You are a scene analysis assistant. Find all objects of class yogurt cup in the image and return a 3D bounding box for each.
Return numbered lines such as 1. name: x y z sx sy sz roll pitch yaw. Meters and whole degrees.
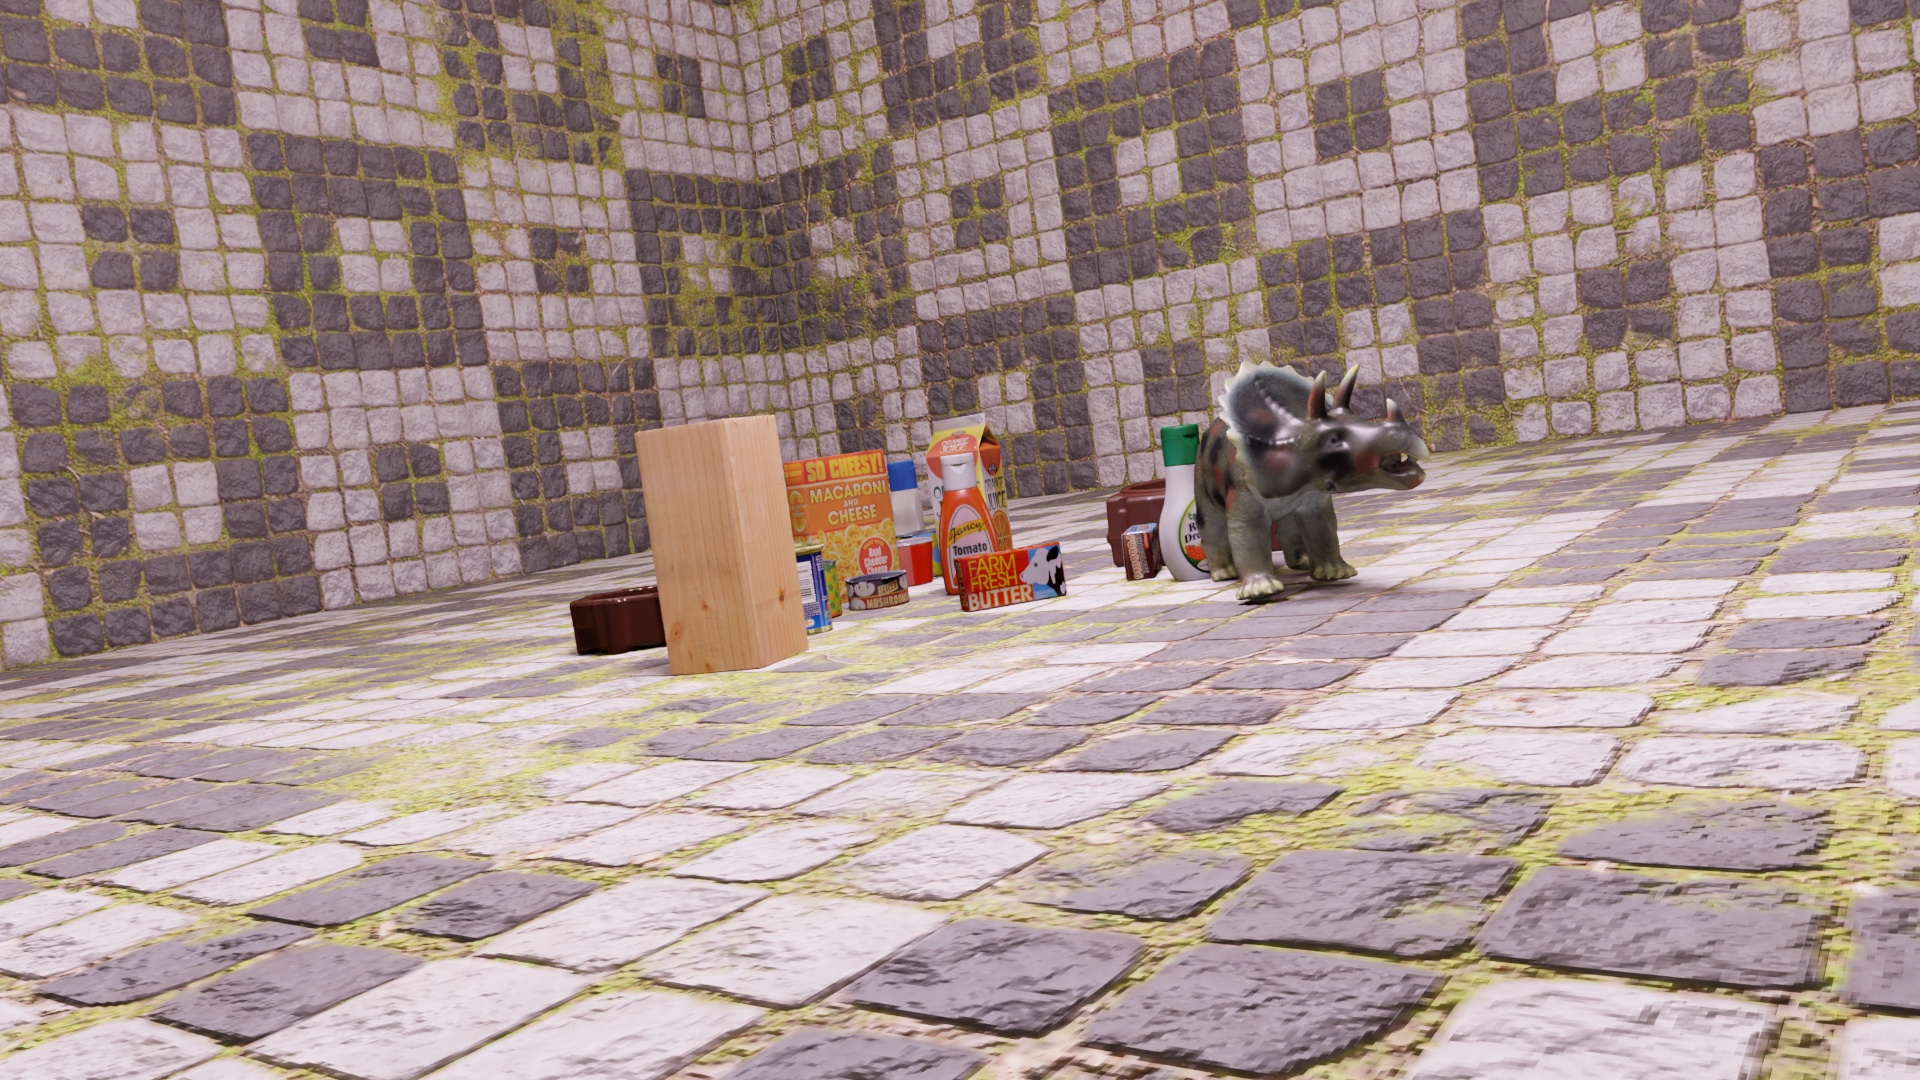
1. yogurt cup: -0.063 0.027 1.669 0.072 0.054 0.072 -8 4 1

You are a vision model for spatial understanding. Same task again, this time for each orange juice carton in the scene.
1. orange juice carton: 0.010 -0.056 1.700 0.072 0.192 0.073 -7 4 23

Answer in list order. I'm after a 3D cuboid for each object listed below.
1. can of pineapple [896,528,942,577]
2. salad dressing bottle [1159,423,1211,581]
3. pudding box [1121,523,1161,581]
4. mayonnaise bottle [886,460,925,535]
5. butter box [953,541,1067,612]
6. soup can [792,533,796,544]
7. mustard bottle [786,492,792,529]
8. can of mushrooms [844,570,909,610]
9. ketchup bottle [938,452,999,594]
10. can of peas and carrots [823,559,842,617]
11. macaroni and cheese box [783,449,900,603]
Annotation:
1. can of pineapple: -0.048 0.017 1.751 0.071 0.058 0.071 -8 4 1
2. salad dressing bottle: 0.217 -0.037 1.326 0.064 0.147 0.044 -10 4 -26
3. pudding box: 0.185 0.011 1.418 0.030 0.049 0.084 -7 4 14
4. mayonnaise bottle: -0.069 -0.030 1.824 0.041 0.148 0.065 -8 3 7
5. butter box: 0.048 0.034 1.330 0.104 0.053 0.024 -9 3 -16
6. soup can: -0.206 0.037 1.592 0.071 0.083 0.071 -8 3 1
7. mustard bottle: -0.201 -0.012 1.730 0.065 0.160 0.049 -5 4 42
8. can of mushrooms: -0.087 0.053 1.480 0.071 0.033 0.071 -8 4 1
9. ketchup bottle: 0.005 -0.019 1.490 0.065 0.148 0.043 -8 3 -3
10. can of peas and carrots: -0.158 0.053 1.439 0.071 0.058 0.071 -8 4 1
11. macaroni and cheese box: -0.134 -0.015 1.590 0.124 0.166 0.040 -11 5 -43
